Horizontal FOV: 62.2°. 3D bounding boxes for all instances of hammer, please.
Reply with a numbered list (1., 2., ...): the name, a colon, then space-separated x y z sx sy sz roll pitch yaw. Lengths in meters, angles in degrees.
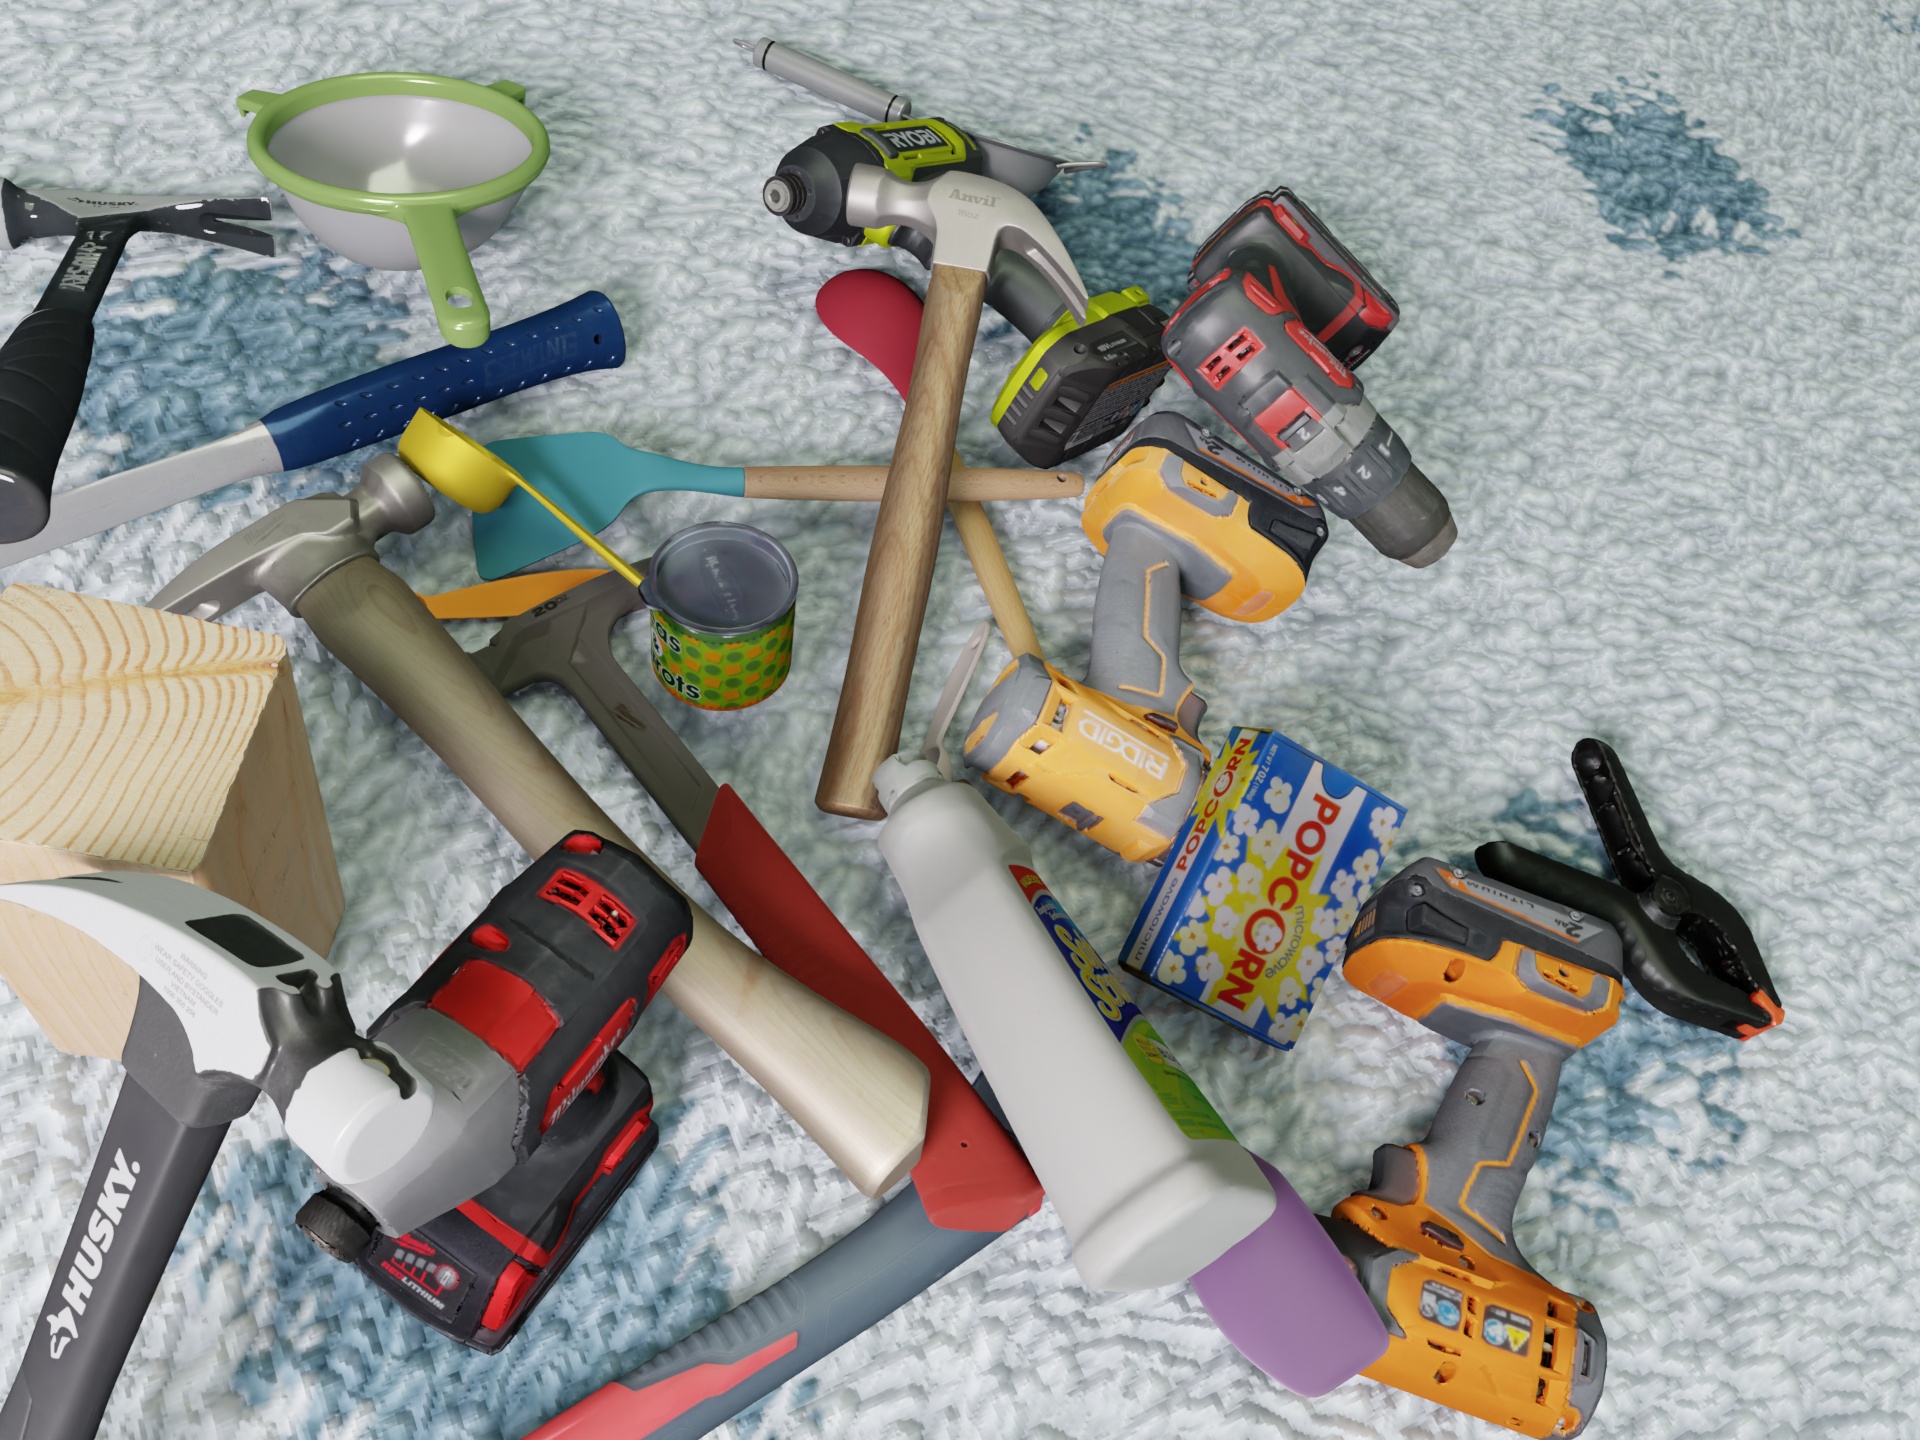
1. hammer: -0.267 0.199 0.460 0.146 0.334 0.035 32 14 22
2. hammer: -0.334 -0.130 0.741 0.405 0.144 0.035 -32 29 -35
3. hammer: -0.121 0.279 0.585 0.386 0.038 0.143 -25 70 -27
4. hammer: -0.019 -0.114 0.783 0.130 0.031 0.331 10 80 3
5. hammer: -0.081 0.068 0.701 0.149 0.036 0.359 -30 64 -28
6. hammer: -0.375 -0.168 0.674 0.149 0.036 0.409 -5 31 -19
7. hammer: -0.175 0.047 0.659 0.411 0.038 0.146 41 64 19

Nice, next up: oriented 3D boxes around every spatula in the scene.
1. spatula: 0.073 0.145 0.699 0.060 0.018 0.316 -26 58 -12
2. spatula: -0.089 -0.119 0.826 0.317 0.044 0.082 -2 63 -16

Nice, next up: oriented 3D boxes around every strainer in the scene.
1. strainer: -0.032 -0.379 1.005 0.258 0.050 0.087 27 18 9
2. strainer: -0.276 -0.248 0.820 0.151 0.069 0.257 -11 49 -21

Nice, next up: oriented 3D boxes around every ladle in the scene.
1. ladle: -0.007 -0.135 0.874 0.069 0.031 0.316 -11 65 -25

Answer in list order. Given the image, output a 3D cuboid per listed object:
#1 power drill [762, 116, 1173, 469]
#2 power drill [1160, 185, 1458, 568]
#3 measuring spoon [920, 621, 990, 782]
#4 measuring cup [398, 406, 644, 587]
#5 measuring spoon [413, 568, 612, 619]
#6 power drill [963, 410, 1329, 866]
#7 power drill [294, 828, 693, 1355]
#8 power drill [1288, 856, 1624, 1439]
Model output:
1. power drill: 0.005 -0.248 0.890 0.223 0.080 0.171 44 38 10
2. power drill: 0.197 -0.190 0.876 0.187 0.080 0.227 41 31 -14
3. measuring spoon: -0.001 -0.003 0.797 0.018 0.034 0.124 37 49 -19
4. measuring cup: -0.204 -0.093 0.760 0.156 0.062 0.029 38 91 7
5. measuring spoon: -0.220 -0.059 0.779 0.117 0.011 0.021 -10 81 -24
6. power drill: 0.119 -0.026 0.809 0.185 0.084 0.226 30 59 -10
7. power drill: -0.161 0.140 0.548 0.078 0.219 0.143 34 57 6
8. power drill: 0.208 0.181 0.712 0.164 0.084 0.227 20 60 -1
